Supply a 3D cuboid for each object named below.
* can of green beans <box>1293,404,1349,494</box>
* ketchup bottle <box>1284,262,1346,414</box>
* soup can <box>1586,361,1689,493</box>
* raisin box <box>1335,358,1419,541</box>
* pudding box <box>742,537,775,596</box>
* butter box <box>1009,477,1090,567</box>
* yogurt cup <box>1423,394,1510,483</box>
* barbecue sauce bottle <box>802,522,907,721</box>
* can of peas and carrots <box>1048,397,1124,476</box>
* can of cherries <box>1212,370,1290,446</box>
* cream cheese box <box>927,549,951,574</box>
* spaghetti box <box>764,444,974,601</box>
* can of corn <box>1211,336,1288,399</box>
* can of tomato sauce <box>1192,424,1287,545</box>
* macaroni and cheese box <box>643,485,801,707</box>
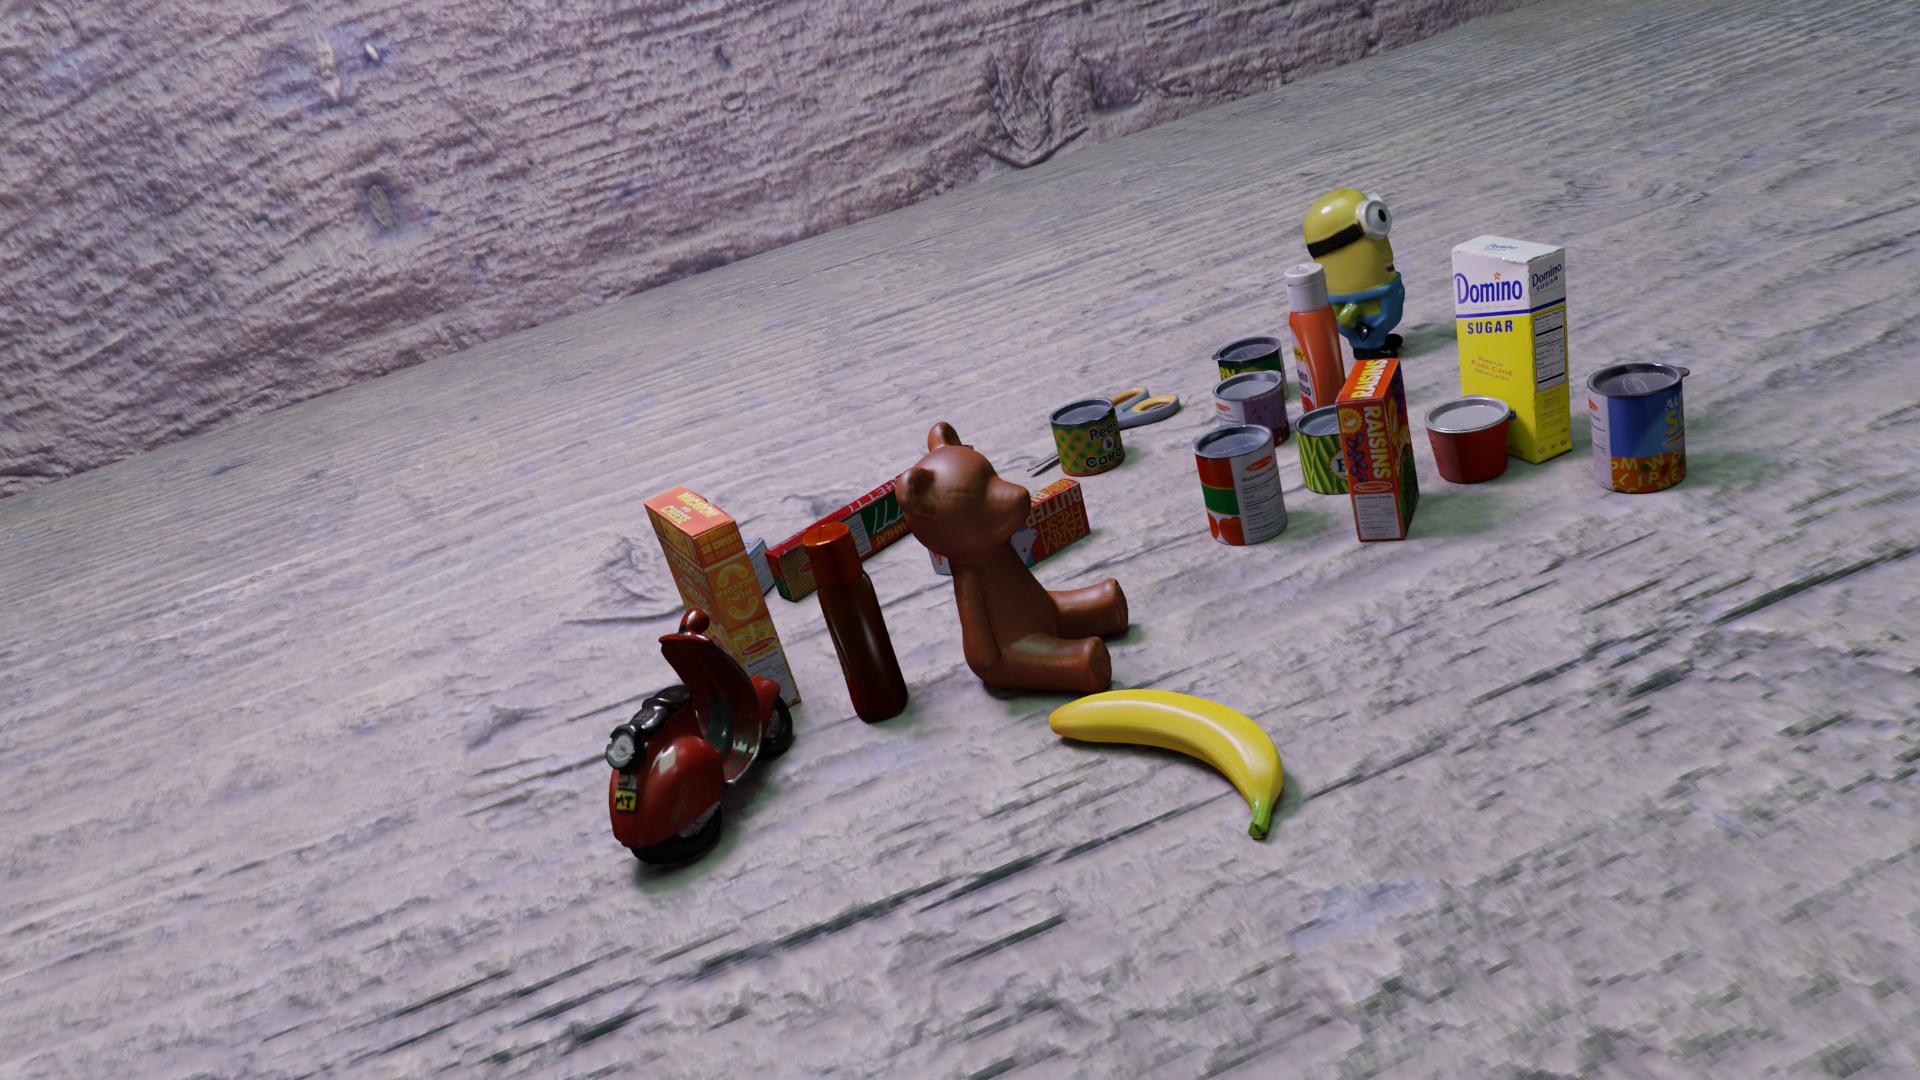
[{"bbox_3d":[0.328,-0.080,1.210,0.071,0.057,0.071,-13,24,6],"label":"can of green beans"},{"bbox_3d":[0.341,-0.190,1.333,0.043,0.148,0.065,-15,23,3],"label":"ketchup bottle"},{"bbox_3d":[0.526,-0.088,1.073,0.071,0.083,0.071,-13,24,6],"label":"soup can"},{"bbox_3d":[0.334,-0.073,1.111,0.040,0.123,0.086,-2,27,29],"label":"raisin box"},{"bbox_3d":[-0.207,0.037,1.297,0.030,0.049,0.084,-4,26,25],"label":"pudding box"},{"bbox_3d":[0.066,-0.011,1.229,0.104,0.053,0.024,-28,26,-26],"label":"butter box"},{"bbox_3d":[0.426,-0.083,1.162,0.072,0.053,0.073,-13,24,6],"label":"yogurt cup"},{"bbox_3d":[-0.080,0.059,1.046,0.044,0.148,0.065,-17,23,-3],"label":"barbecue sauce bottle"},{"bbox_3d":[0.128,-0.103,1.385,0.071,0.058,0.071,-13,24,6],"label":"can of peas and carrots"},{"bbox_3d":[0.283,-0.124,1.336,0.071,0.058,0.072,-13,24,6],"label":"can of cherries"},{"bbox_3d":[0.005,-0.016,1.277,0.024,0.053,0.104,2,29,36],"label":"cream cheese box"},{"bbox_3d":[-0.079,-0.021,1.345,0.251,0.050,0.028,-32,28,-33],"label":"spaghetti box"},{"bbox_3d":[0.298,-0.170,1.428,0.071,0.058,0.071,-13,24,6],"label":"can of corn"},{"bbox_3d":[0.235,-0.047,1.167,0.071,0.082,0.071,-13,24,6],"label":"can of tomato sauce"},{"bbox_3d":[-0.192,0.048,1.119,0.040,0.165,0.124,-26,25,-22],"label":"macaroni and cheese box"}]
